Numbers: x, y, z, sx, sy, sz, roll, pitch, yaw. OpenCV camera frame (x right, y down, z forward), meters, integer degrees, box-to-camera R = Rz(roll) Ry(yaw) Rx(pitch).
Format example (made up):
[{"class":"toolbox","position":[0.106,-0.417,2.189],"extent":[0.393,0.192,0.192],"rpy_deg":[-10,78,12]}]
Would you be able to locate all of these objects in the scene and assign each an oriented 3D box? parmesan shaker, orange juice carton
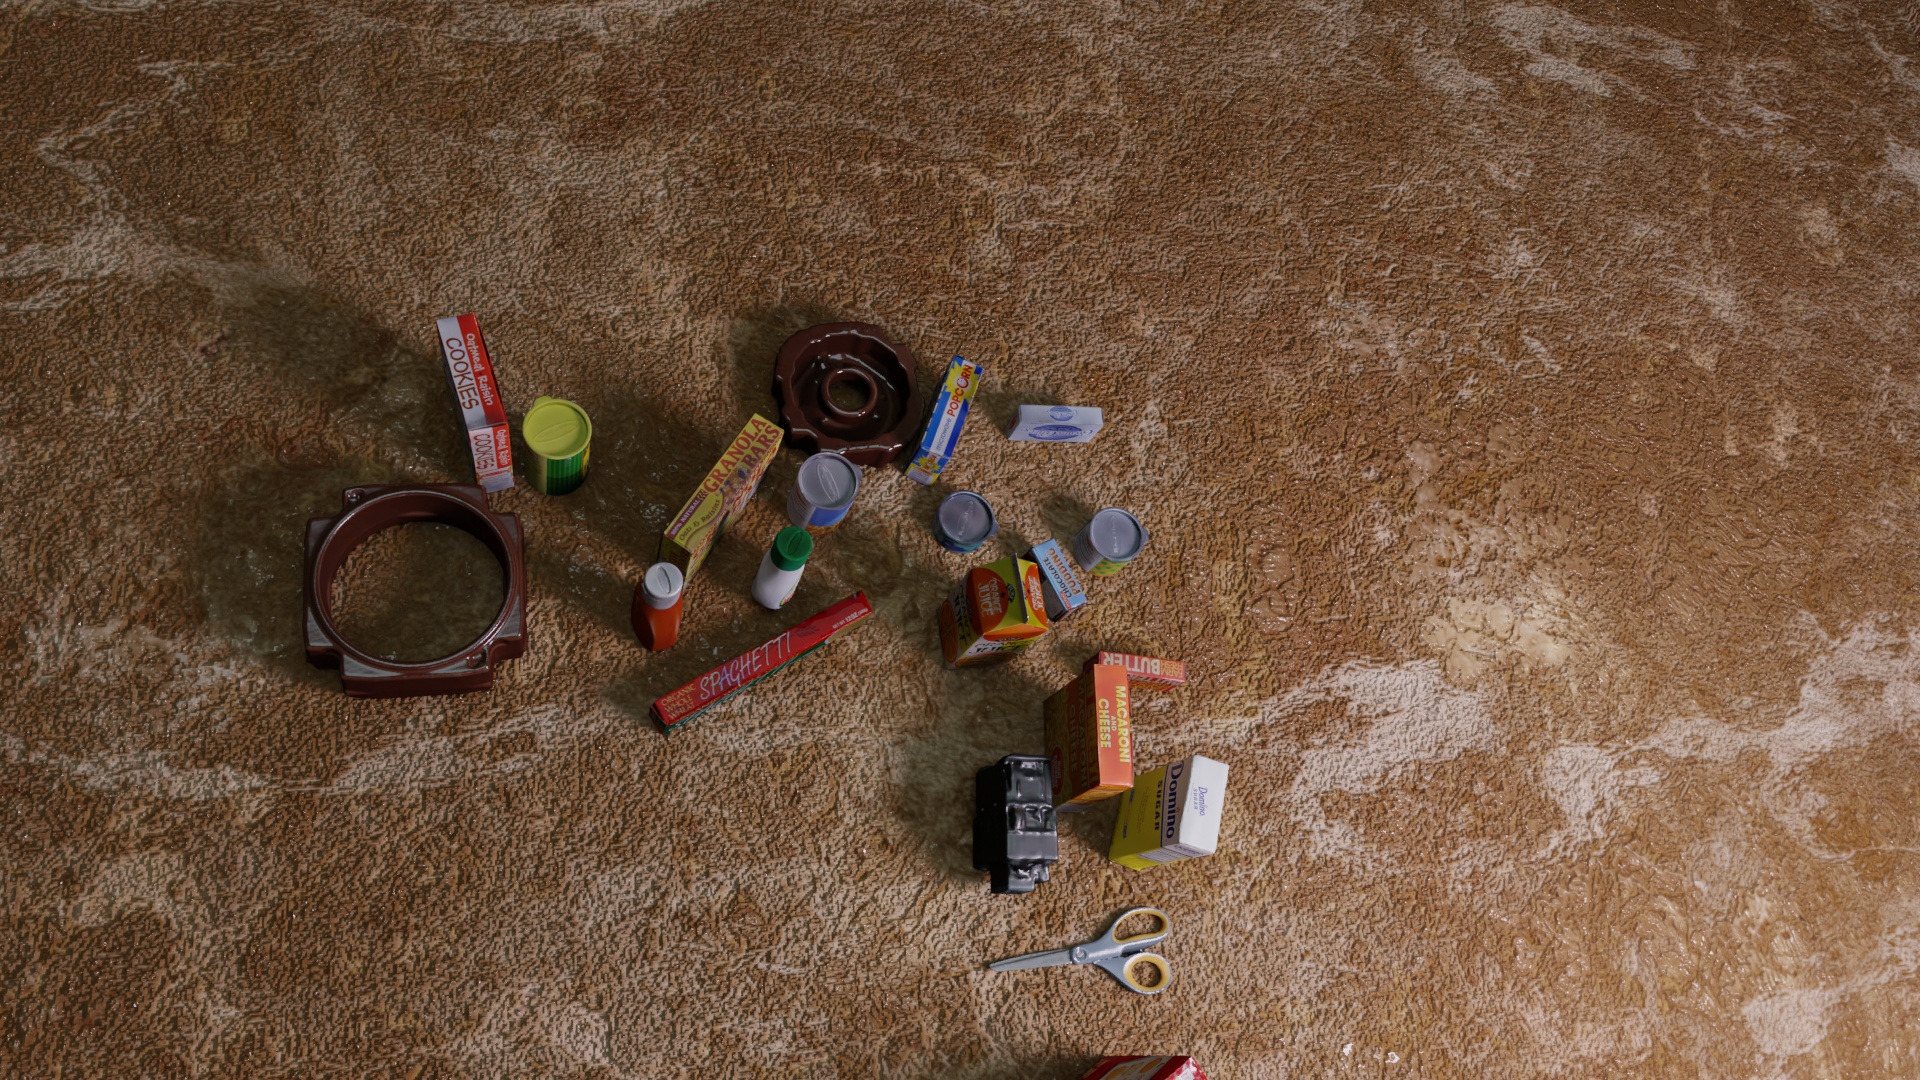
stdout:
[{"class":"parmesan shaker","position":[-0.416,-0.097,1.429],"extent":[0.071,0.102,0.071],"rpy_deg":[5,69,-14]},{"class":"orange juice carton","position":[0.036,0.076,1.445],"extent":[0.073,0.192,0.072],"rpy_deg":[-3,72,-17]}]

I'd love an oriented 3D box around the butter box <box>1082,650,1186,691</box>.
[{"class":"butter box","position":[0.193,0.145,1.541],"extent":[0.103,0.053,0.024],"rpy_deg":[9,68,-13]}]

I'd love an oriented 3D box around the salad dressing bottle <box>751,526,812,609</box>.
[{"class":"salad dressing bottle","position":[-0.182,0.027,1.425],"extent":[0.044,0.147,0.064],"rpy_deg":[28,65,-5]}]

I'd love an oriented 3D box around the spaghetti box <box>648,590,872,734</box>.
[{"class":"spaghetti box","position":[-0.205,0.125,1.436],"extent":[0.251,0.050,0.029],"rpy_deg":[-29,80,-23]}]

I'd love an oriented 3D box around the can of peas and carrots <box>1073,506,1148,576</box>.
[{"class":"can of peas and carrots","position":[0.171,0.002,1.585],"extent":[0.071,0.058,0.071],"rpy_deg":[5,69,-14]}]

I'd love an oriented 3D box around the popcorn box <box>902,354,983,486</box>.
[{"class":"popcorn box","position":[-0.020,-0.134,1.567],"extent":[0.038,0.085,0.127],"rpy_deg":[23,66,-7]}]

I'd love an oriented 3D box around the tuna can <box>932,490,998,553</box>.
[{"class":"tuna can","position":[0.006,-0.020,1.560],"extent":[0.071,0.032,0.071],"rpy_deg":[5,69,-14]}]

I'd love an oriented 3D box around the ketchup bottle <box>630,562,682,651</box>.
[{"class":"ketchup bottle","position":[-0.300,0.062,1.377],"extent":[0.044,0.148,0.065],"rpy_deg":[-18,76,-21]}]

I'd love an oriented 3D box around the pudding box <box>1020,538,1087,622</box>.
[{"class":"pudding box","position":[0.103,0.045,1.555],"extent":[0.030,0.049,0.084],"rpy_deg":[-24,78,-22]}]

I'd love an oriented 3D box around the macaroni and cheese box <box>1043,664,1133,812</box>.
[{"class":"macaroni and cheese box","position":[0.131,0.207,1.437],"extent":[0.040,0.165,0.124],"rpy_deg":[5,69,-14]}]

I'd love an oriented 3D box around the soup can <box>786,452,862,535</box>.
[{"class":"soup can","position":[-0.147,-0.050,1.499],"extent":[0.071,0.083,0.071],"rpy_deg":[5,69,-14]}]

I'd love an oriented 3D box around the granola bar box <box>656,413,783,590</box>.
[{"class":"granola bar box","position":[-0.252,-0.040,1.443],"extent":[0.039,0.123,0.166],"rpy_deg":[34,65,-2]}]

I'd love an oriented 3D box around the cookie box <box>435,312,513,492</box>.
[{"class":"cookie box","position":[-0.483,-0.134,1.388],"extent":[0.040,0.166,0.123],"rpy_deg":[-16,76,-21]}]

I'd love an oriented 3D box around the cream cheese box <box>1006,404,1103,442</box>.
[{"class":"cream cheese box","position":[0.110,-0.136,1.622],"extent":[0.104,0.053,0.024],"rpy_deg":[0,71,-16]}]
